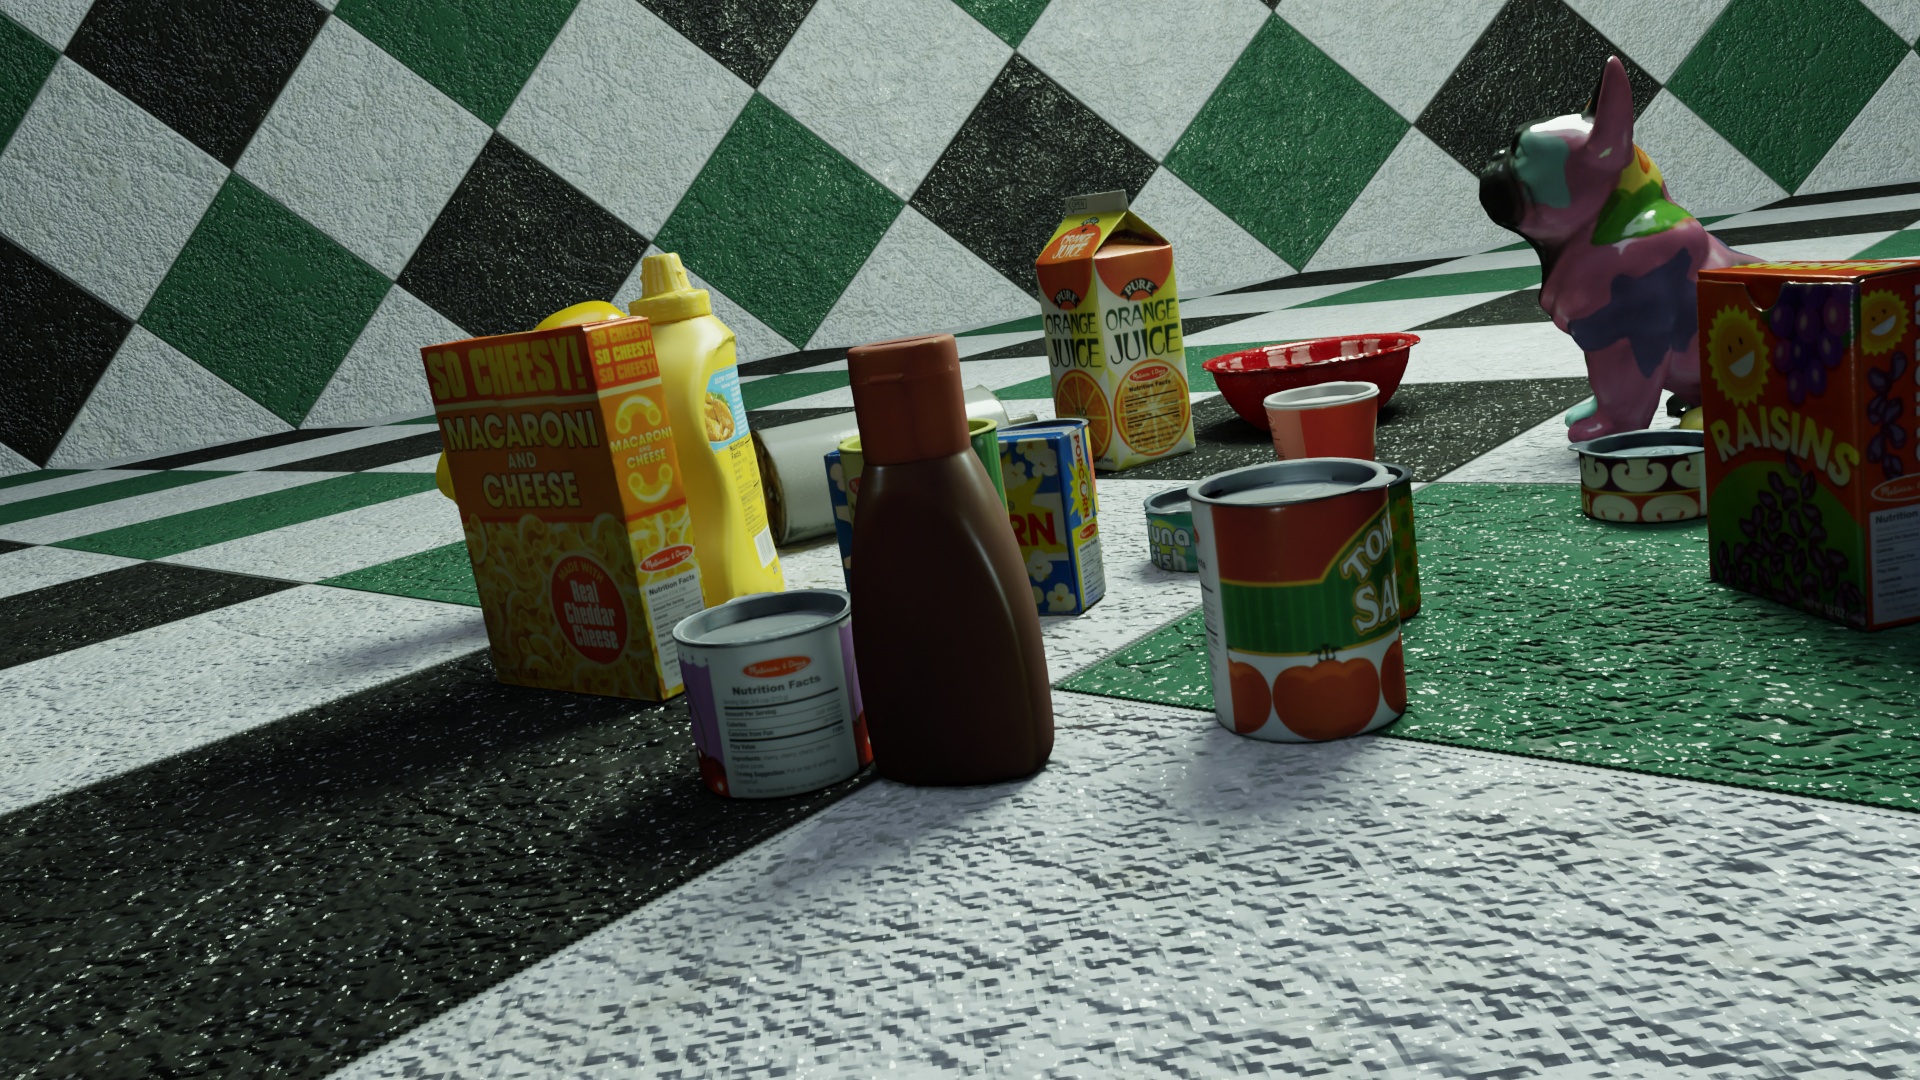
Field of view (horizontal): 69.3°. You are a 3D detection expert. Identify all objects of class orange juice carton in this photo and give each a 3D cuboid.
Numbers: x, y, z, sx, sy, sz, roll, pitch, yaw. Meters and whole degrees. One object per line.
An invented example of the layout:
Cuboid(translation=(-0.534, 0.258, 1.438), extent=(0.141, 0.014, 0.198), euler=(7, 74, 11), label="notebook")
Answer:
Cuboid(translation=(0.109, -0.152, 0.998), extent=(0.073, 0.192, 0.072), euler=(-15, 13, -28), label="orange juice carton")

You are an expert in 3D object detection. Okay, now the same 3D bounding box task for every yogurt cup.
Cuboid(translation=(0.221, -0.064, 0.844), extent=(0.072, 0.053, 0.072), euler=(-8, 12, 2), label="yogurt cup")

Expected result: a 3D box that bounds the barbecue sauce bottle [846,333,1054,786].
Cuboid(translation=(-0.009, 0.007, 0.467), extent=(0.065, 0.148, 0.044), euler=(-5, 12, 19), label="barbecue sauce bottle")

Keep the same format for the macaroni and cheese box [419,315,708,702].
Cuboid(translation=(-0.180, -0.014, 0.639), extent=(0.123, 0.166, 0.040), euler=(0, 15, 37), label="macaroni and cheese box")

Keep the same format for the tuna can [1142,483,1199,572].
Cuboid(translation=(0.126, -0.007, 0.705), extent=(0.071, 0.032, 0.071), euler=(-8, 12, 2), label="tuna can")

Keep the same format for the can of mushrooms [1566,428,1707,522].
Cuboid(translation=(0.332, -0.032, 0.670), extent=(0.071, 0.033, 0.071), euler=(-8, 12, 2), label="can of mushrooms")

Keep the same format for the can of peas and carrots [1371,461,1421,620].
Cuboid(translation=(0.155, 0.002, 0.581), extent=(0.071, 0.058, 0.071), euler=(-8, 12, 2), label="can of peas and carrots")

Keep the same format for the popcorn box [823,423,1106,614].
Cuboid(translation=(0.002, -0.008, 0.674), extent=(0.126, 0.085, 0.038), euler=(-3, 13, 27), label="popcorn box")

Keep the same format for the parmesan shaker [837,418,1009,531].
Cuboid(translation=(-0.012, 0.006, 0.580), extent=(0.071, 0.102, 0.071), euler=(-8, 12, 2), label="parmesan shaker")

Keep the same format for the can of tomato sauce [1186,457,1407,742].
Cuboid(translation=(0.118, 0.019, 0.476), extent=(0.071, 0.083, 0.071), euler=(-8, 12, 2), label="can of tomato sauce")

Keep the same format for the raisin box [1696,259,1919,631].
Cuboid(translation=(0.312, -0.039, 0.505), extent=(0.040, 0.123, 0.086), euler=(-10, 12, -4), label="raisin box")

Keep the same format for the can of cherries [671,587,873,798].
Cuboid(translation=(-0.066, 0.054, 0.505), extent=(0.071, 0.058, 0.071), euler=(-8, 12, 2), label="can of cherries")

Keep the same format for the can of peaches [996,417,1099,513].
Cuboid(translation=(0.048, -0.040, 0.849), extent=(0.071, 0.058, 0.071), euler=(-8, 12, 2), label="can of peaches")

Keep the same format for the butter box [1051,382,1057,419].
Cuboid(translation=(0.127, -0.110, 1.121), extent=(0.103, 0.053, 0.024), euler=(-8, 12, 6), label="butter box")
